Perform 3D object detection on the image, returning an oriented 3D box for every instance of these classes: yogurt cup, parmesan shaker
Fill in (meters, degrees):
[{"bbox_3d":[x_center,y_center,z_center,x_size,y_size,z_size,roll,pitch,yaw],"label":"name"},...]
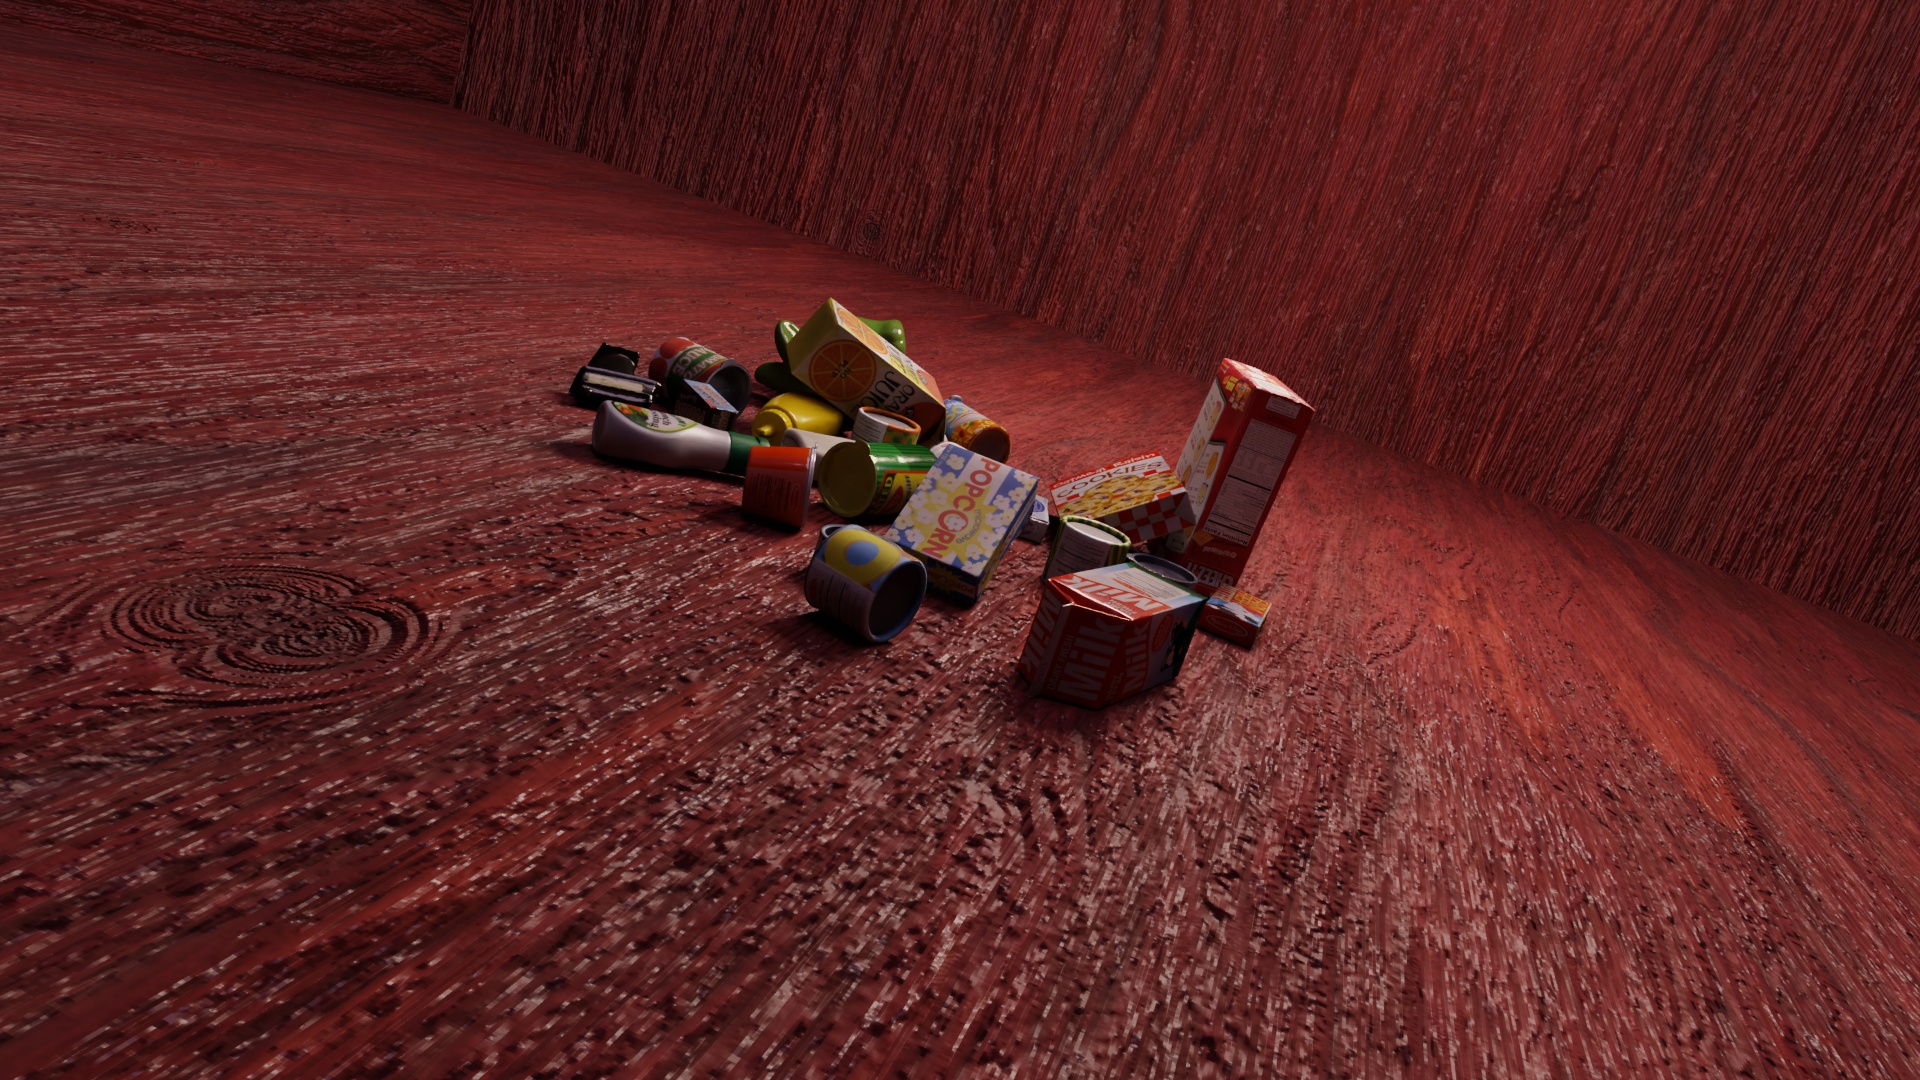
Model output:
[{"bbox_3d":[-0.149,-0.047,1.138,0.054,0.072,0.072,9,16,-7],"label":"yogurt cup"},{"bbox_3d":[-0.069,-0.057,1.250,0.071,0.071,0.103,28,17,31],"label":"parmesan shaker"}]

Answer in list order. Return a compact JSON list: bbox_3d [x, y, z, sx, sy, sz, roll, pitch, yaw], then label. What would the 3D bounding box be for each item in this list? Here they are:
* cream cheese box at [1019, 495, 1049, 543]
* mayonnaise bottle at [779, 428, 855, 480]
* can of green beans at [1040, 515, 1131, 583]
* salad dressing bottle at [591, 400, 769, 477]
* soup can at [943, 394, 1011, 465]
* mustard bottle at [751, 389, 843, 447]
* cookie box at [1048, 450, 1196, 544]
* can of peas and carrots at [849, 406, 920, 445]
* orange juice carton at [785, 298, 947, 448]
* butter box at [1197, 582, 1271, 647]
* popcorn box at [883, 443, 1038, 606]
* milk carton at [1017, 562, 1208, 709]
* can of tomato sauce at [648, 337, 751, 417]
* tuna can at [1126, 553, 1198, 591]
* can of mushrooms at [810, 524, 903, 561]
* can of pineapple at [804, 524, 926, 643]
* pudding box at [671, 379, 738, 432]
[{"bbox_3d":[0.060,-0.028,1.390,0.053,0.024,0.104,18,15,-2],"label":"cream cheese box"},{"bbox_3d":[-0.097,-0.072,1.327,0.148,0.041,0.065,10,19,-32],"label":"mayonnaise bottle"},{"bbox_3d":[0.111,0.016,1.233,0.071,0.057,0.071,18,15,-5],"label":"can of green beans"},{"bbox_3d":[-0.238,-0.084,1.193,0.148,0.044,0.064,10,19,-29],"label":"salad dressing bottle"},{"bbox_3d":[0.007,-0.114,1.535,0.071,0.071,0.084,6,20,-41],"label":"soup can"},{"bbox_3d":[-0.169,-0.114,1.369,0.065,0.048,0.161,30,18,10],"label":"mustard bottle"},{"bbox_3d":[0.158,-0.038,1.394,0.123,0.040,0.168,-17,16,4],"label":"cookie box"},{"bbox_3d":[-0.078,-0.096,1.399,0.071,0.058,0.071,18,16,-5],"label":"can of peas and carrots"},{"bbox_3d":[-0.083,-0.159,1.447,0.192,0.073,0.072,36,18,-28],"label":"orange juice carton"},{"bbox_3d":[0.254,0.068,1.285,0.053,0.024,0.104,23,16,14],"label":"butter box"},{"bbox_3d":[0.001,-0.015,1.133,0.085,0.038,0.127,23,50,12],"label":"popcorn box"},{"bbox_3d":[0.106,0.069,1.021,0.073,0.072,0.191,26,16,26],"label":"milk carton"},{"bbox_3d":[-0.261,-0.161,1.385,0.083,0.071,0.071,28,18,32],"label":"can of tomato sauce"},{"bbox_3d":[0.181,0.039,1.285,0.071,0.032,0.071,18,15,-5],"label":"tuna can"},{"bbox_3d":[-0.079,0.016,1.058,0.071,0.033,0.071,18,15,-5],"label":"can of mushrooms"},{"bbox_3d":[-0.064,0.029,0.964,0.058,0.070,0.071,29,18,29],"label":"can of pineapple"},{"bbox_3d":[-0.238,-0.112,1.280,0.030,0.049,0.084,11,18,-34],"label":"pudding box"}]
